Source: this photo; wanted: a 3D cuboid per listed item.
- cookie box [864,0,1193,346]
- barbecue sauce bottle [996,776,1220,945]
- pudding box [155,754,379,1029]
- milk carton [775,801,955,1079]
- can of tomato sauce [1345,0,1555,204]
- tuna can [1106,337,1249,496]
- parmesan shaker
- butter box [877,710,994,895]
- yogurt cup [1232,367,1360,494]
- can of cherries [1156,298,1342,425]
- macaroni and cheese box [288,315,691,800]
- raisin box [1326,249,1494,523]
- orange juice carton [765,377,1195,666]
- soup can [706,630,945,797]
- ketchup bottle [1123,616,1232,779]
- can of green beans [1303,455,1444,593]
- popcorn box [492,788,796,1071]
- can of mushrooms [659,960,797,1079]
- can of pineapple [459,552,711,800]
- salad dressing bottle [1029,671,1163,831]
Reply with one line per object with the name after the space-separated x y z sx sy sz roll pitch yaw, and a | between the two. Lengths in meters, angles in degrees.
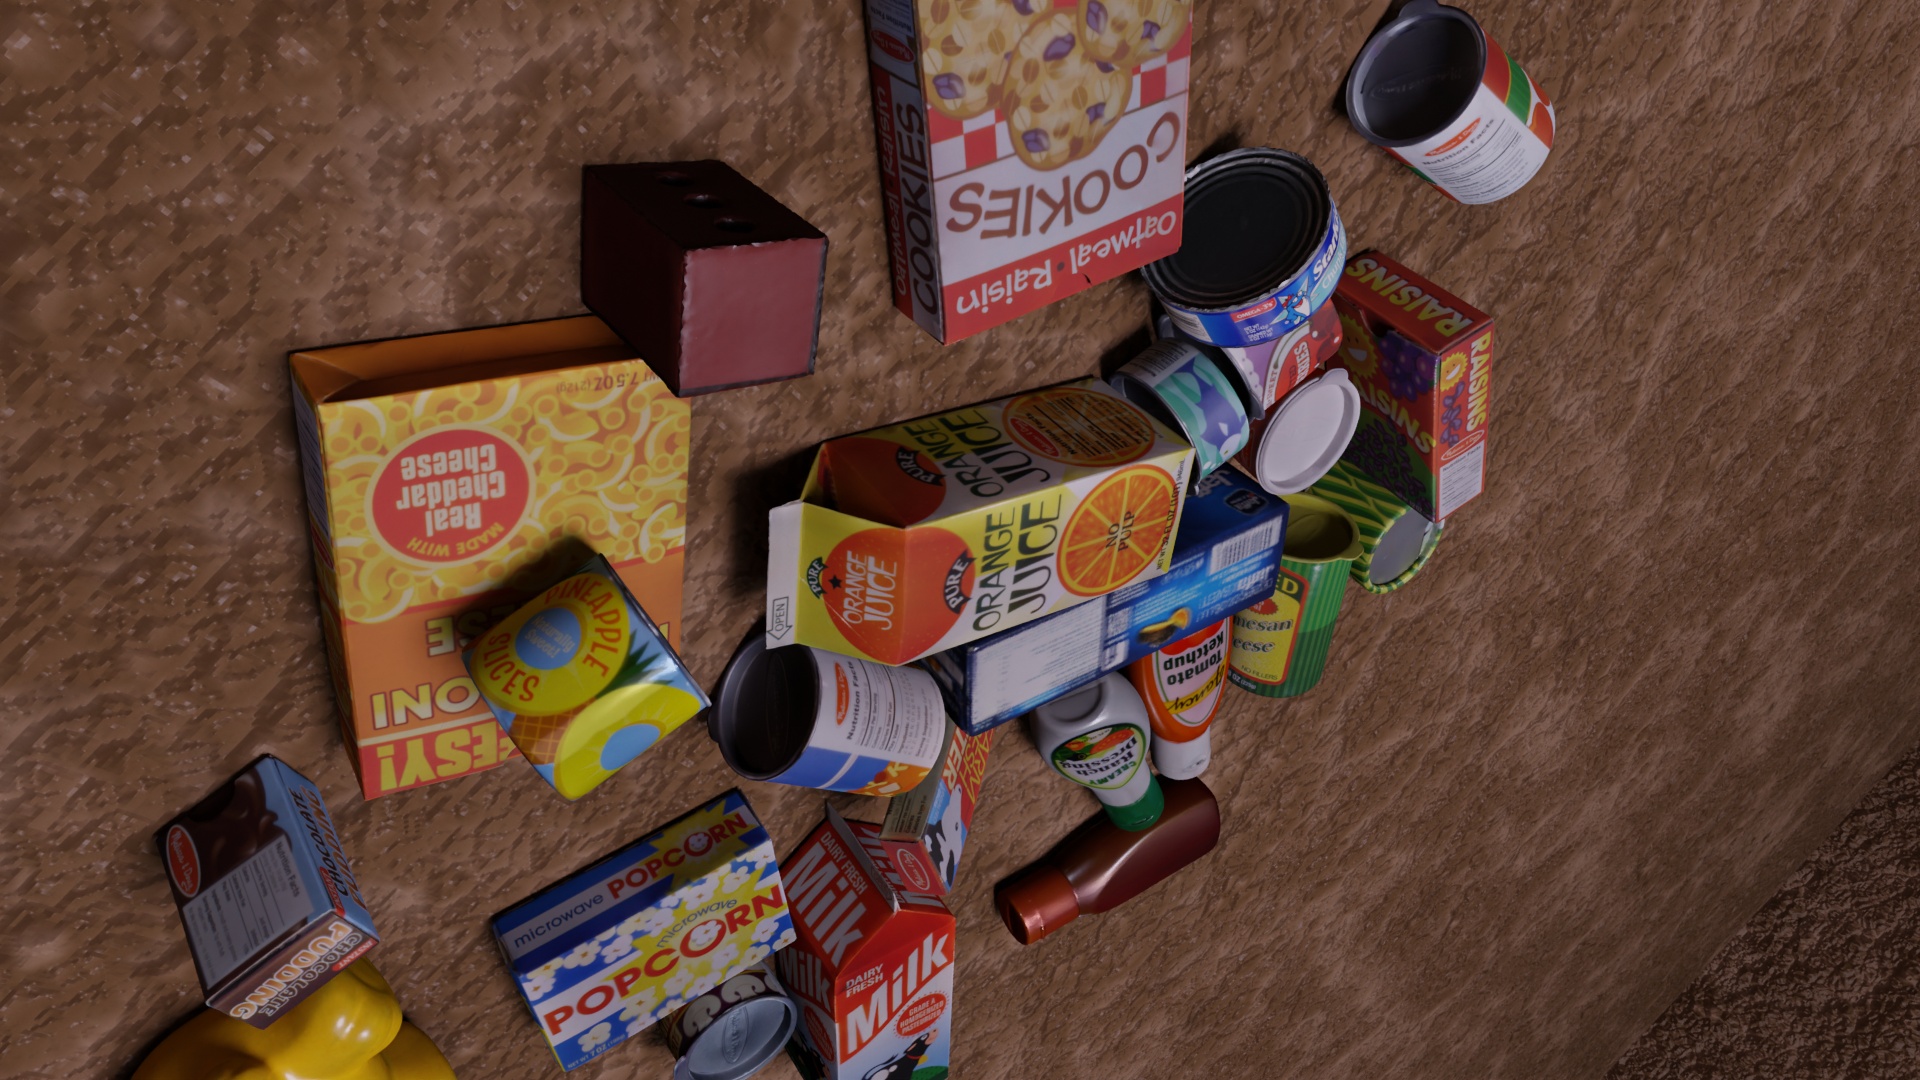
0.029 -0.170 0.526 0.123 0.040 0.166 -26 135 -23 | cookie box
0.094 0.202 0.870 0.149 0.044 0.064 -24 134 -24 | barbecue sauce bottle
-0.245 0.122 0.490 0.050 0.084 0.030 -38 141 -11 | pudding box
-0.052 0.226 0.743 0.074 0.072 0.189 -20 132 -27 | milk carton
0.231 -0.204 0.653 0.083 0.071 0.071 13 112 -45 | can of tomato sauce
0.103 -0.059 0.654 0.033 0.071 0.070 -37 138 -12 | tuna can
0.186 0.033 0.794 0.071 0.071 0.102 -20 132 -27 | parmesan shaker
-0.009 0.116 0.684 0.053 0.024 0.104 70 28 -44 | butter box
0.160 -0.065 0.709 0.072 0.054 0.072 -22 133 -26 | yogurt cup
0.137 -0.095 0.653 0.058 0.072 0.071 -38 138 -11 | can of cherries
-0.163 0.007 0.501 0.124 0.040 0.165 -14 129 -32 | macaroni and cheese box
0.234 -0.081 0.735 0.040 0.086 0.122 -30 136 -12 | raisin box
0.002 -0.008 0.605 0.193 0.073 0.071 -17 131 -30 | orange juice carton
-0.060 0.080 0.630 0.084 0.071 0.071 20 107 -47 | soup can
0.125 0.079 0.800 0.065 0.044 0.148 -25 135 -15 | ketchup bottle
0.240 -0.010 0.816 0.071 0.058 0.071 -22 133 -26 | can of green beans
-0.146 0.184 0.657 0.127 0.038 0.084 -26 134 -23 | popcorn box
-0.125 0.255 0.734 0.071 0.033 0.070 -23 134 -26 | can of mushrooms
-0.129 0.046 0.477 0.058 0.071 0.070 -36 138 -12 | can of pineapple
0.083 0.122 0.795 0.064 0.044 0.147 -23 141 7 | salad dressing bottle
